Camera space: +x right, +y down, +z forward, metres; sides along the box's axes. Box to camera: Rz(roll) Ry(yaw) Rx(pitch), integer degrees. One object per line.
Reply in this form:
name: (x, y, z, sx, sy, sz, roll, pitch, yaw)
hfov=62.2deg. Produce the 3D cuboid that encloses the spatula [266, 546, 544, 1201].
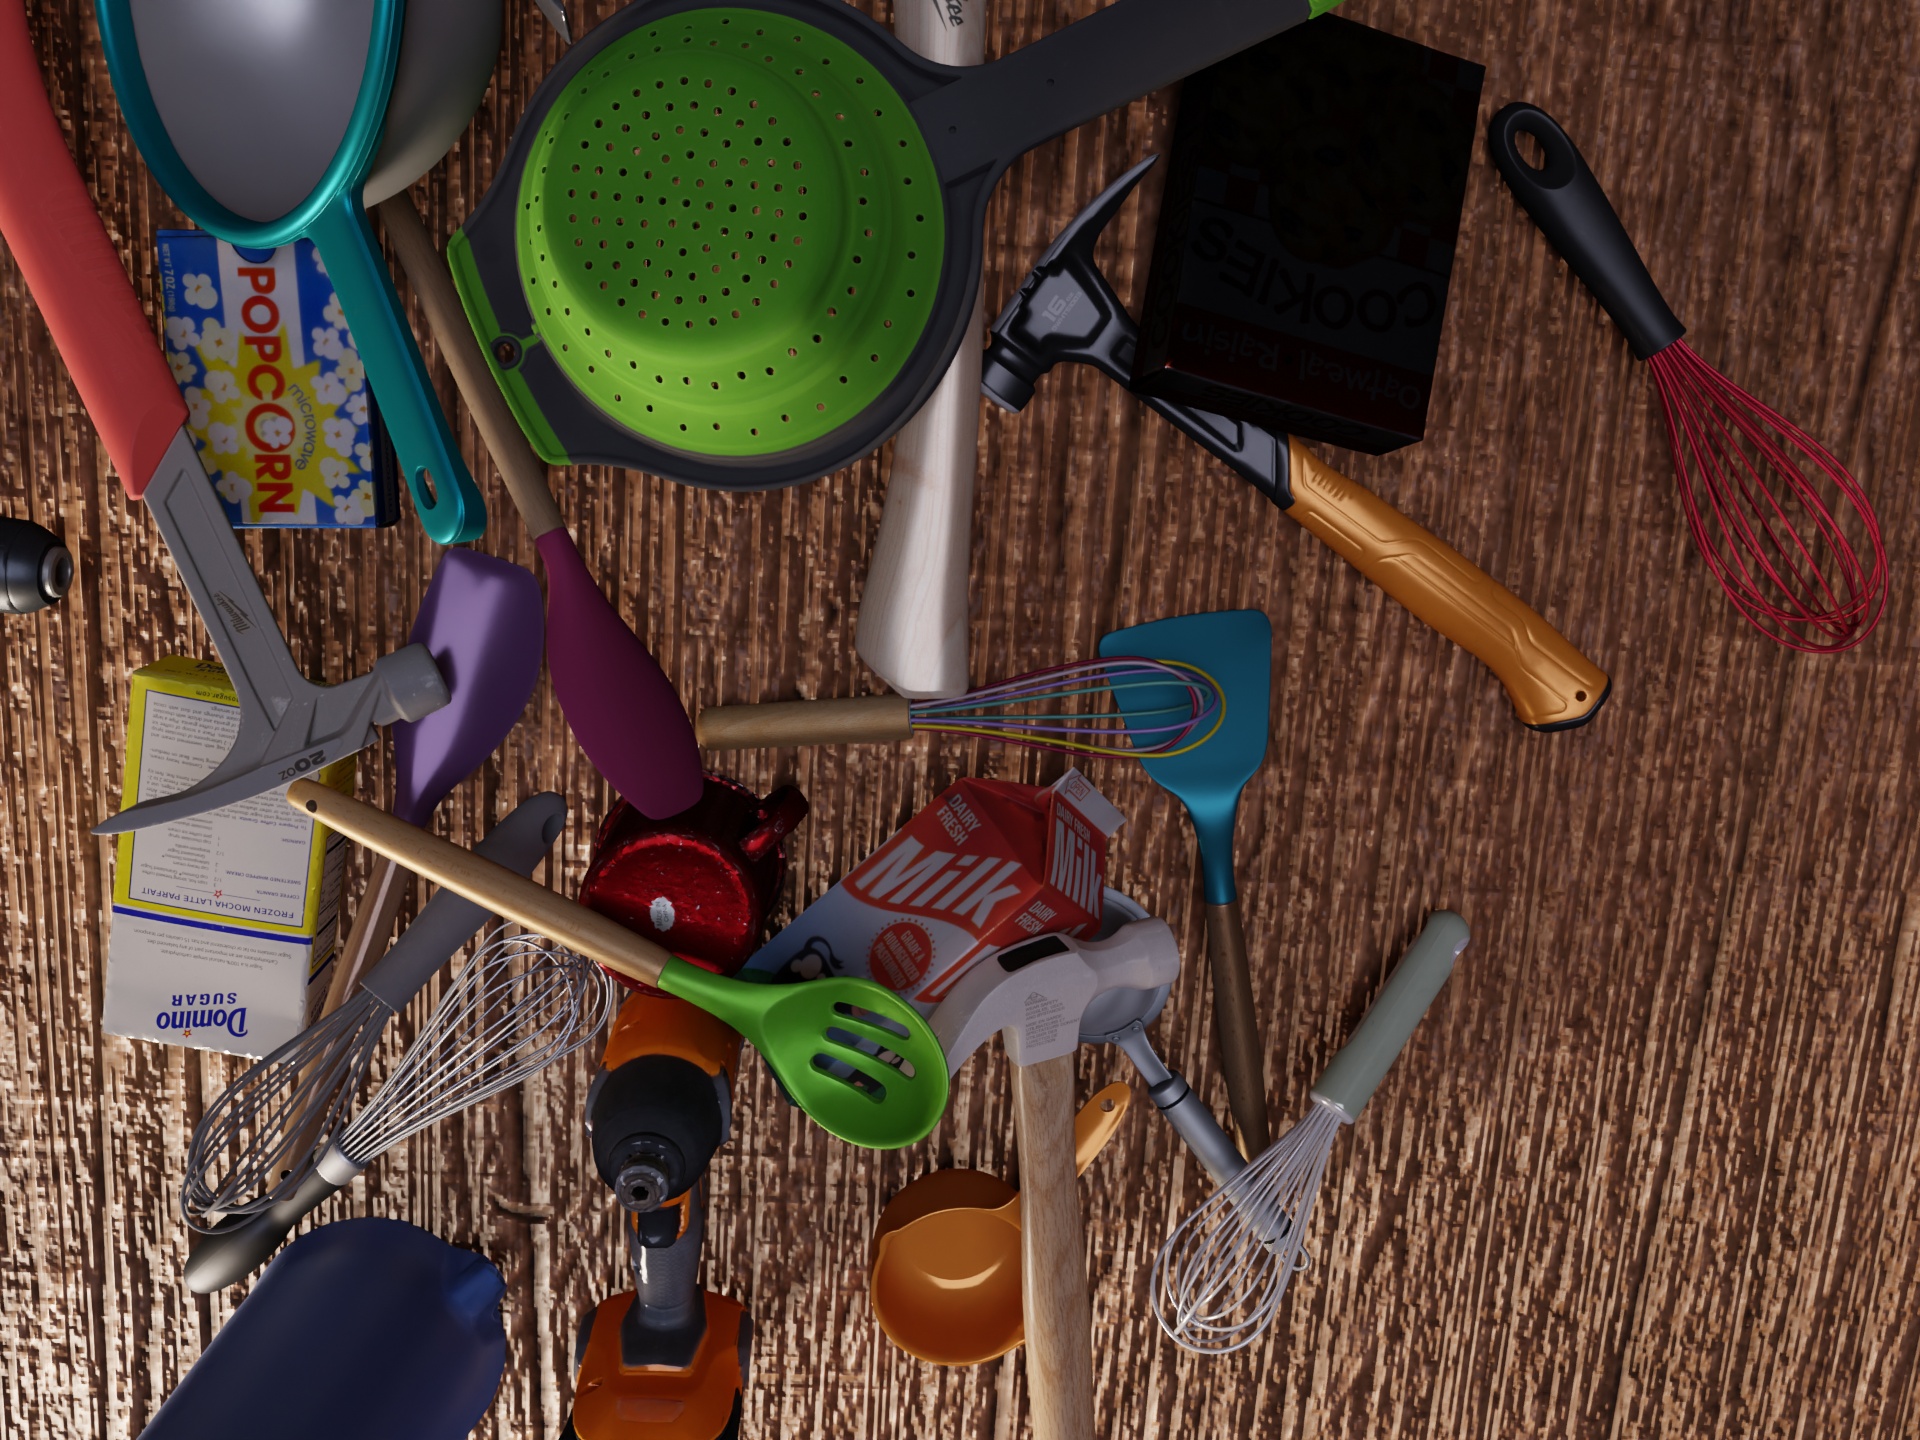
spatula: (-0.263, 0.075, 0.738, 0.059, 0.018, 0.316, 20, 92, -16)

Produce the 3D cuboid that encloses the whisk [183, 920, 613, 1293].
whisk: (-0.274, 0.191, 0.765, 0.284, 0.070, 0.070, -39, 101, 11)

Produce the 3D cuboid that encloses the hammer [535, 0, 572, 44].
hammer: (0.023, -0.330, 0.600, 0.405, 0.035, 0.144, -4, 64, -1)

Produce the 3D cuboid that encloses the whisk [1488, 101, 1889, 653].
whisk: (0.328, -0.153, 0.720, 0.073, 0.073, 0.296, -36, 95, 5)

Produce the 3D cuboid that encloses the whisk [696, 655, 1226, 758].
whisk: (-0.001, -0.001, 0.731, 0.245, 0.051, 0.047, -3, 86, 6)

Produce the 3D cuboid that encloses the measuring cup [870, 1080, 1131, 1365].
measuring cup: (0.024, 0.235, 0.787, 0.095, 0.052, 0.173, 36, 97, -11)

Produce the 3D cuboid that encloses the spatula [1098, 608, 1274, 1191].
spatula: (0.131, 0.106, 0.782, 0.082, 0.044, 0.317, -9, 107, 0)

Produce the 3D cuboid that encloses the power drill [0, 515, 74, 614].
power drill: (-0.476, -0.154, 0.668, 0.190, 0.080, 0.228, 7, 104, -4)

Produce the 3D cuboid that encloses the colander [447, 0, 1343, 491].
colander: (-0.021, -0.224, 0.606, 0.397, 0.094, 0.204, -23, 96, 7)

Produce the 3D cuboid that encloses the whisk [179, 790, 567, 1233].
whisk: (-0.258, 0.126, 0.716, 0.055, 0.055, 0.239, 42, 70, -10)

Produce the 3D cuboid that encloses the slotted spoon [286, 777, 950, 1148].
slotted spoon: (-0.147, 0.093, 0.674, 0.314, 0.031, 0.070, 24, 104, 6)

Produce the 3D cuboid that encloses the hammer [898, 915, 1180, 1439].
hammer: (0.041, 0.253, 0.744, 0.130, 0.031, 0.331, -11, 112, -19)

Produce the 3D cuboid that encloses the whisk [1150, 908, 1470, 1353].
whisk: (0.173, 0.192, 0.762, 0.059, 0.057, 0.246, 31, 77, 27)

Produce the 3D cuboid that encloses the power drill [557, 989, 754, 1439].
power drill: (-0.137, 0.245, 0.726, 0.084, 0.164, 0.226, 3, 104, -4)

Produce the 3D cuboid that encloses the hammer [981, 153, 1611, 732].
hammer: (0.171, -0.109, 0.731, 0.336, 0.034, 0.127, 36, 99, -10)

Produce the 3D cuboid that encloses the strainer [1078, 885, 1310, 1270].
strainer: (0.098, 0.174, 0.776, 0.087, 0.050, 0.258, -32, 101, 25)

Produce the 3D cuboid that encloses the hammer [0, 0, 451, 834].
hammer: (-0.349, -0.138, 0.643, 0.149, 0.037, 0.359, -25, 100, -17)

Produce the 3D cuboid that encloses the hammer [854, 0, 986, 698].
hammer: (0.002, -0.214, 0.673, 0.146, 0.038, 0.410, 2, 98, 4)

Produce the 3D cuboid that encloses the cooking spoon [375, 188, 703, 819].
cooking spoon: (-0.189, -0.104, 0.691, 0.017, 0.069, 0.319, -25, 91, 33)

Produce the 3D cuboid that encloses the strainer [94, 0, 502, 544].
strainer: (-0.222, -0.232, 0.617, 0.211, 0.095, 0.340, -22, 88, 40)
